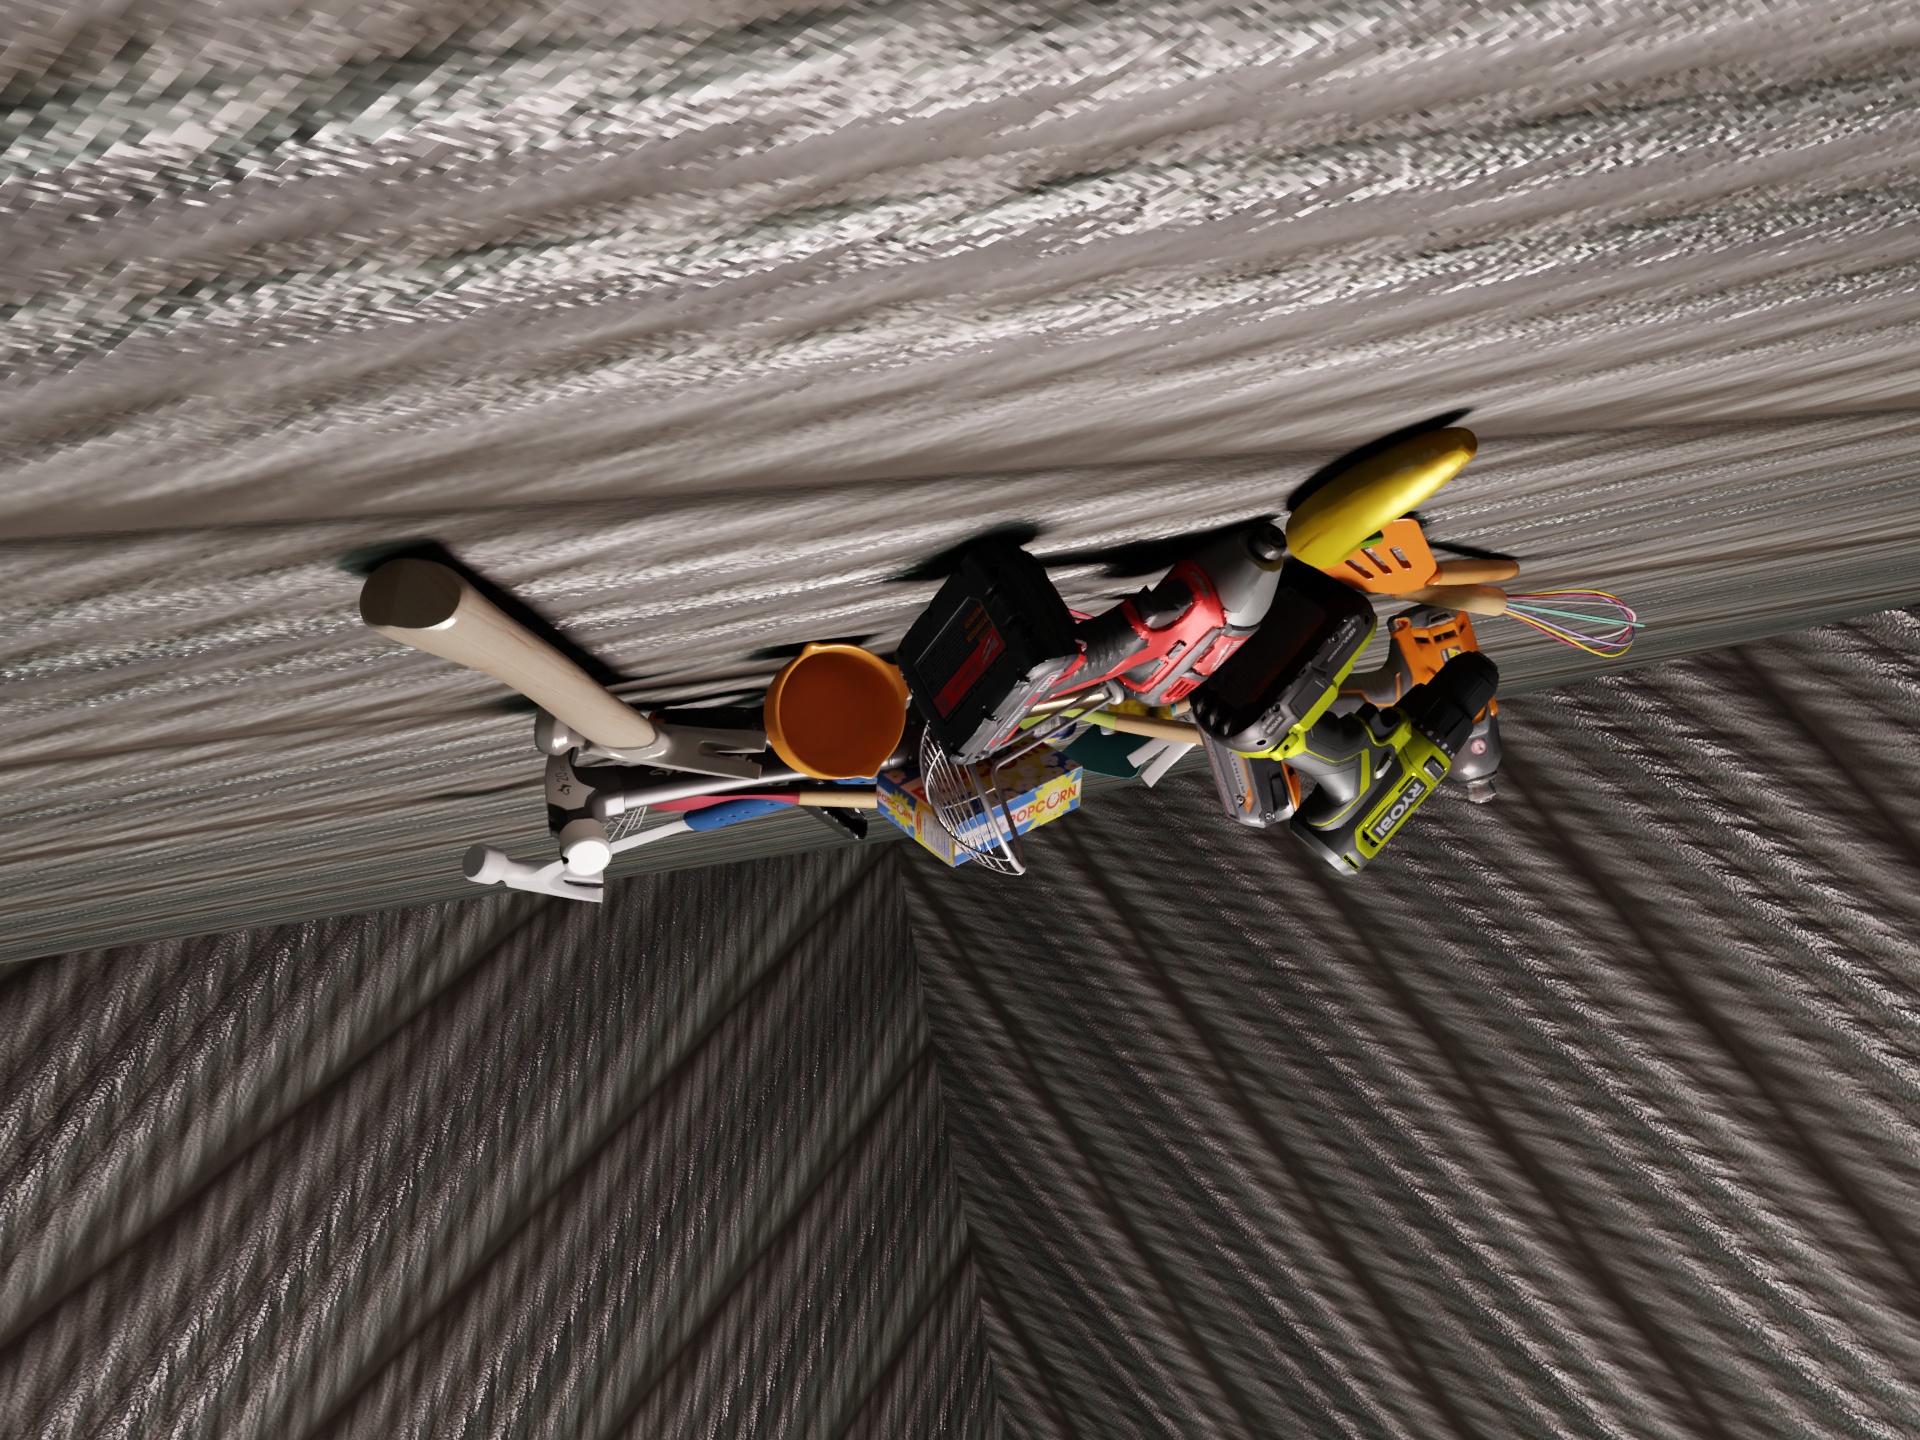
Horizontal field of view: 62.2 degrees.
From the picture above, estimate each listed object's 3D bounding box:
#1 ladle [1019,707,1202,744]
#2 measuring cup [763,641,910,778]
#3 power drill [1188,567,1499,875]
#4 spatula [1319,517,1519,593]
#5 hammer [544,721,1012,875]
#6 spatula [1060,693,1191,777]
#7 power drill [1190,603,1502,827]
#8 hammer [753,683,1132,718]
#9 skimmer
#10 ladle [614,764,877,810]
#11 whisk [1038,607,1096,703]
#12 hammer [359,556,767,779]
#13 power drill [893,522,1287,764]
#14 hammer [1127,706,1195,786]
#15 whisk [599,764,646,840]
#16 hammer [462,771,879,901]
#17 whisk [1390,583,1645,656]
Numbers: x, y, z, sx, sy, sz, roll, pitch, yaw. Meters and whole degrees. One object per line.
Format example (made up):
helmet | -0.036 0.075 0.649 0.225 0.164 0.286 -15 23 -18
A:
ladle | 0.155 0.016 1.338 0.320 0.062 0.078 9 157 14
measuring cup | -0.051 -0.023 1.057 0.173 0.095 0.052 -28 -174 -23
power drill | 0.281 -0.009 1.133 0.190 0.080 0.228 -50 131 4
spatula | 0.336 -0.112 1.113 0.081 0.041 0.322 -14 177 36
hammer | -0.118 0.026 1.098 0.334 0.035 0.146 -9 -145 -19
spatula | 0.214 -0.007 1.547 0.082 0.044 0.317 13 -161 35
power drill | 0.313 0.011 1.258 0.226 0.164 0.084 -18 180 0
hammer | -0.002 -0.004 1.291 0.331 0.031 0.130 -10 163 9
skimmer | 0.095 -0.006 1.119 0.090 0.127 0.363 -16 -170 44
ladle | -0.094 0.054 1.167 0.315 0.031 0.069 2 -175 -16
whisk | 0.094 -0.056 1.052 0.295 0.073 0.073 -14 177 -42
hammer | -0.201 -0.016 0.836 0.146 0.038 0.410 8 171 2
power drill | 0.085 -0.053 0.899 0.219 0.079 0.143 -12 155 -39
hammer | 0.260 -0.014 1.505 0.127 0.034 0.337 -42 170 23
whisk | -0.274 0.052 1.372 0.070 0.070 0.284 -7 168 -32
hammer | -0.233 0.089 1.362 0.405 0.035 0.144 -19 156 28
whisk | 0.435 -0.086 1.233 0.244 0.047 0.051 6 -163 -24
